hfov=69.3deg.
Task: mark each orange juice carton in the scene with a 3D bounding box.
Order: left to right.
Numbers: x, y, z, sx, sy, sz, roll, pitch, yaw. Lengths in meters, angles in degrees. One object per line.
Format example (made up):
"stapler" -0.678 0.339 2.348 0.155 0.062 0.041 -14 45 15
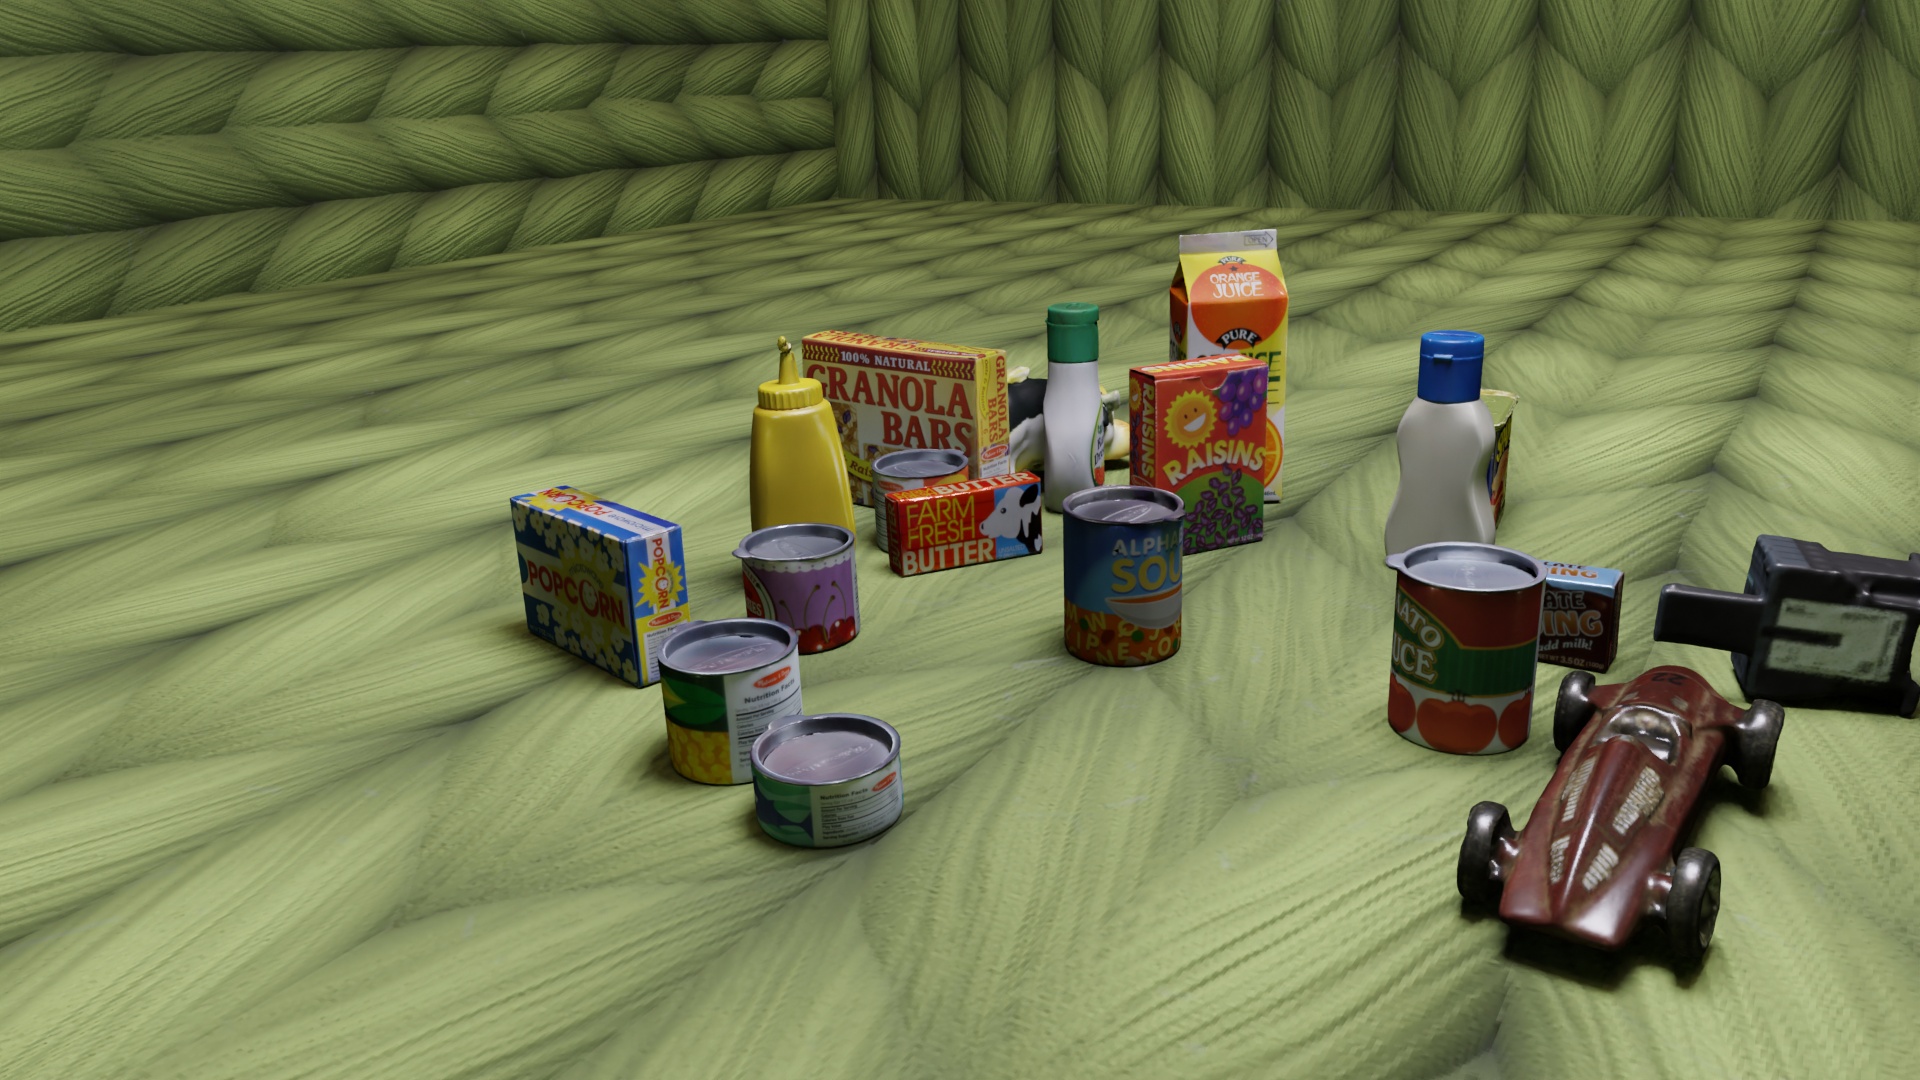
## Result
"orange juice carton" 0.192 -0.127 1.008 0.072 0.192 0.073 -3 19 -2

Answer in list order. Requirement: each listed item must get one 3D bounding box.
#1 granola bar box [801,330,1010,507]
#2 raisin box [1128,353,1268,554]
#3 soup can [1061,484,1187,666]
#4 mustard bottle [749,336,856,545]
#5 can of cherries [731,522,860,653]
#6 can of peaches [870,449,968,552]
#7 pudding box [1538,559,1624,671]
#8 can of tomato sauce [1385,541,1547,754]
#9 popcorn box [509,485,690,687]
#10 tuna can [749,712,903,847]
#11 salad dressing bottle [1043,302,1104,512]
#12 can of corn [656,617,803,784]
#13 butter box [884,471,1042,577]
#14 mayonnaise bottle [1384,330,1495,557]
"granola bar box" -0.042 -0.084 1.015 0.165 0.123 0.039 12 23 36
"raisin box" 0.155 -0.056 0.912 0.086 0.123 0.040 -9 20 -20
"soup can" 0.091 0.019 0.763 0.071 0.083 0.071 -2 19 1
"mustard bottle" -0.102 -0.050 0.869 0.065 0.159 0.049 -7 19 -14
"can of cherries" -0.095 0.027 0.801 0.071 0.058 0.072 -2 19 1
"can of peaches" -0.025 -0.027 0.949 0.071 0.057 0.071 -2 19 1
"pudding box" 0.305 0.036 0.741 0.084 0.049 0.030 10 22 31
"can of tomato sauce" 0.237 0.050 0.658 0.071 0.082 0.071 -2 19 1
"popcorn box" -0.203 0.023 0.785 0.038 0.085 0.127 -20 25 -41
"tuna can" -0.060 0.104 0.613 0.071 0.032 0.071 -2 19 1
"salad dressing bottle" 0.082 -0.095 0.998 0.044 0.147 0.064 2 19 12
"can of corn" -0.110 0.075 0.664 0.071 0.058 0.071 -2 19 1
"butter box" 0.003 -0.011 0.909 0.104 0.053 0.024 -9 20 -20
"mayonnaise bottle" 0.296 -0.052 0.848 0.065 0.147 0.041 10 22 33
